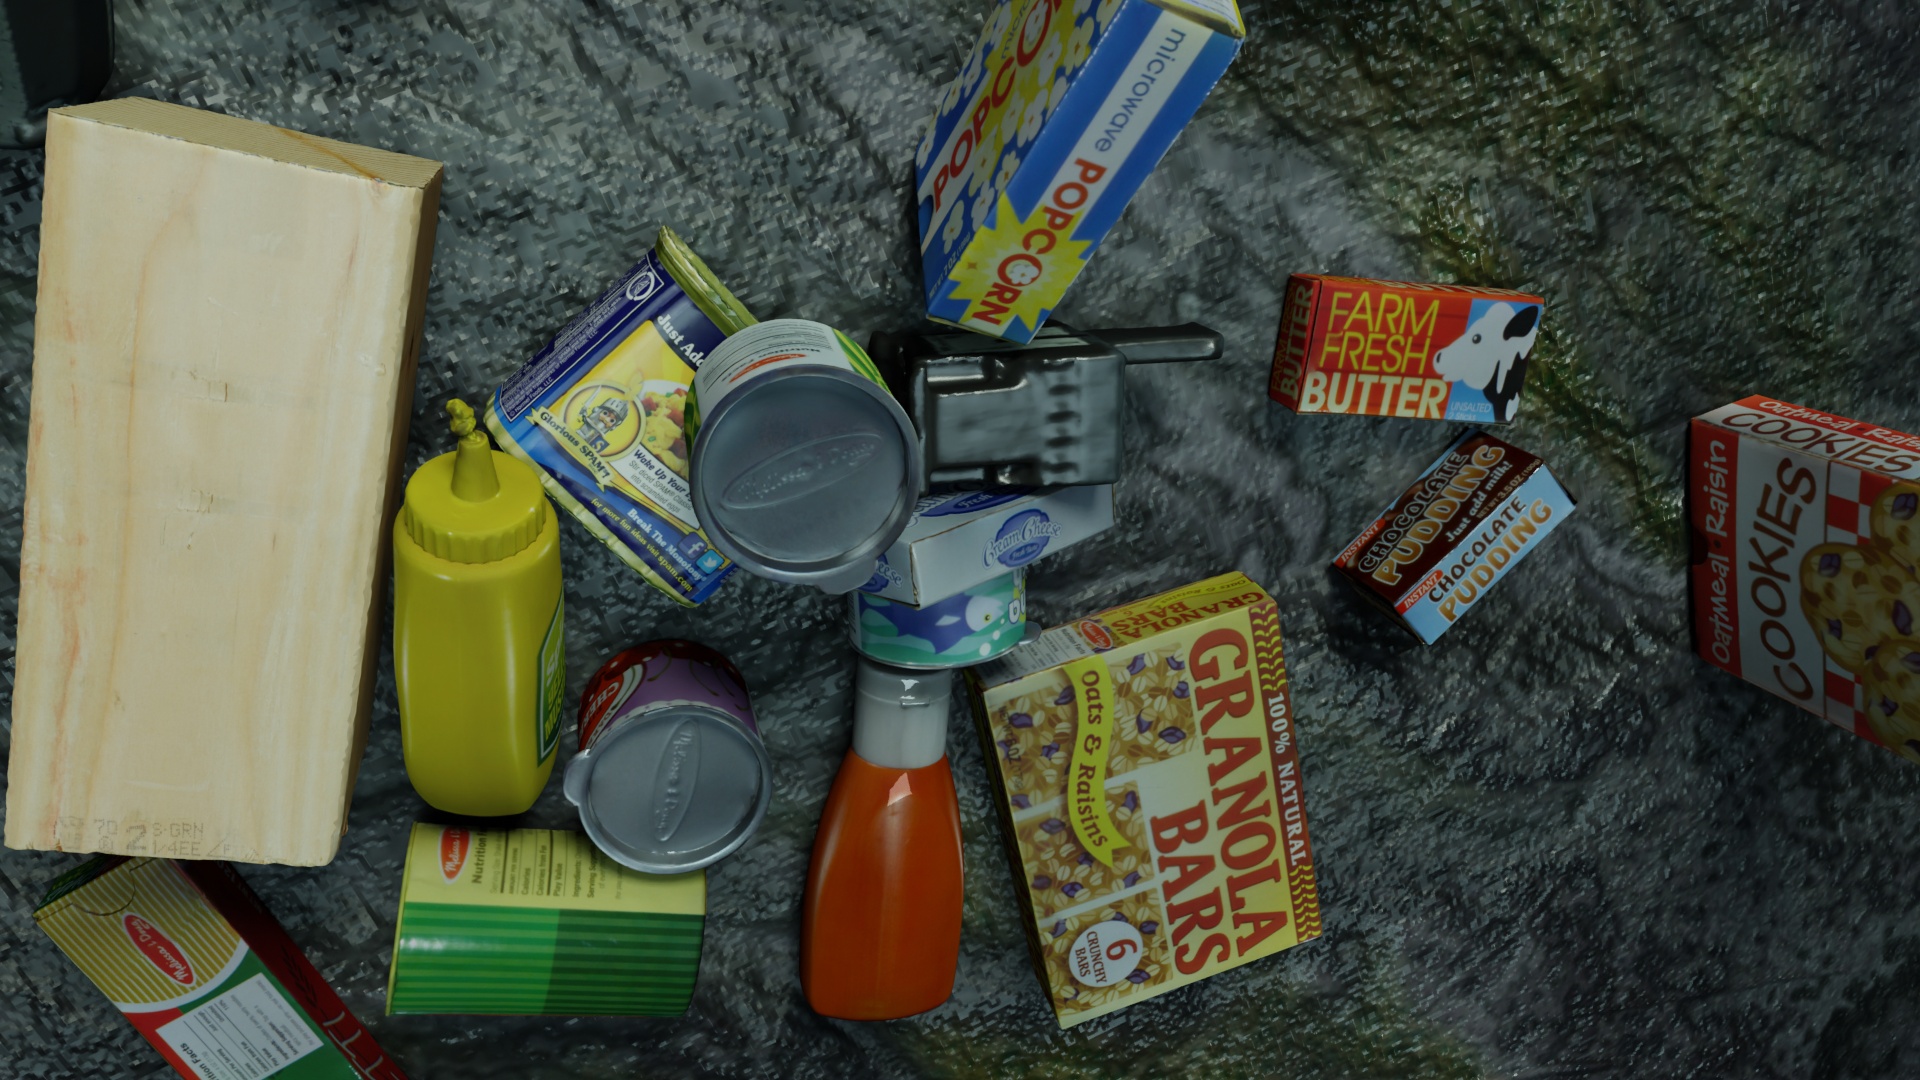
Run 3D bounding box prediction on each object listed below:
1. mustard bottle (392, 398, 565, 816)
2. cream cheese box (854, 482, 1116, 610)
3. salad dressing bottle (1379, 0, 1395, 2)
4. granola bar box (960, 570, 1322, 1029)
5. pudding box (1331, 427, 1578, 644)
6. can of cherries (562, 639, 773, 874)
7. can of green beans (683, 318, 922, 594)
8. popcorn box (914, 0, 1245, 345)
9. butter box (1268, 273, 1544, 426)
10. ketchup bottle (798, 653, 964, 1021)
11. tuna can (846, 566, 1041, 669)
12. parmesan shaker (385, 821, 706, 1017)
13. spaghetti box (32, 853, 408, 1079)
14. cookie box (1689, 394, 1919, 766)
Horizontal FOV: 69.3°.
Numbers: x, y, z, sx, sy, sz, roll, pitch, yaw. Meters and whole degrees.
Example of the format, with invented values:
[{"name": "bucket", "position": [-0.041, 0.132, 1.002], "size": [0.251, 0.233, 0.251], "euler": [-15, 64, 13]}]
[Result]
[{"name": "mustard bottle", "position": [-0.151, 0.021, 0.439], "size": [0.049, 0.065, 0.159], "euler": [6, 133, -9]}, {"name": "cream cheese box", "position": [0.002, -0.006, 0.482], "size": [0.104, 0.053, 0.024], "euler": [-21, 114, -43]}, {"name": "salad dressing bottle", "position": [0.092, -0.214, 0.458], "size": [0.148, 0.064, 0.043], "euler": [6, 114, -26]}, {"name": "granola bar box", "position": [0.078, 0.108, 0.576], "size": [0.124, 0.039, 0.165], "euler": [-17, 112, -9]}, {"name": "pudding box", "position": [0.200, -0.003, 0.567], "size": [0.083, 0.050, 0.030], "euler": [-44, 116, 3]}, {"name": "can of cherries", "position": [-0.107, 0.075, 0.501], "size": [0.071, 0.058, 0.071], "euler": [-5, 111, -14]}, {"name": "can of green beans", "position": [-0.049, -0.028, 0.417], "size": [0.071, 0.058, 0.071], "euler": [-5, 112, -11]}, {"name": "popcorn box", "position": [0.030, -0.133, 0.423], "size": [0.038, 0.085, 0.126], "euler": [14, 139, -23]}, {"name": "butter box", "position": [0.176, -0.075, 0.548], "size": [0.104, 0.024, 0.053], "euler": [2, 109, -17]}, {"name": "ketchup bottle", "position": [-0.027, 0.115, 0.546], "size": [0.065, 0.043, 0.148], "euler": [0, 108, -17]}, {"name": "tuna can", "position": [-0.006, 0.019, 0.504], "size": [0.071, 0.071, 0.032], "euler": [-7, 110, -14]}, {"name": "parmesan shaker", "position": [-0.149, 0.141, 0.504], "size": [0.103, 0.071, 0.071], "euler": [8, 107, -19]}, {"name": "spaghetti box", "position": [-0.243, 0.211, 0.525], "size": [0.050, 0.029, 0.249], "euler": [-28, 114, -5]}, {"name": "cookie box", "position": [0.374, 0.020, 0.562], "size": [0.040, 0.168, 0.122], "euler": [-18, 113, -12]}]
